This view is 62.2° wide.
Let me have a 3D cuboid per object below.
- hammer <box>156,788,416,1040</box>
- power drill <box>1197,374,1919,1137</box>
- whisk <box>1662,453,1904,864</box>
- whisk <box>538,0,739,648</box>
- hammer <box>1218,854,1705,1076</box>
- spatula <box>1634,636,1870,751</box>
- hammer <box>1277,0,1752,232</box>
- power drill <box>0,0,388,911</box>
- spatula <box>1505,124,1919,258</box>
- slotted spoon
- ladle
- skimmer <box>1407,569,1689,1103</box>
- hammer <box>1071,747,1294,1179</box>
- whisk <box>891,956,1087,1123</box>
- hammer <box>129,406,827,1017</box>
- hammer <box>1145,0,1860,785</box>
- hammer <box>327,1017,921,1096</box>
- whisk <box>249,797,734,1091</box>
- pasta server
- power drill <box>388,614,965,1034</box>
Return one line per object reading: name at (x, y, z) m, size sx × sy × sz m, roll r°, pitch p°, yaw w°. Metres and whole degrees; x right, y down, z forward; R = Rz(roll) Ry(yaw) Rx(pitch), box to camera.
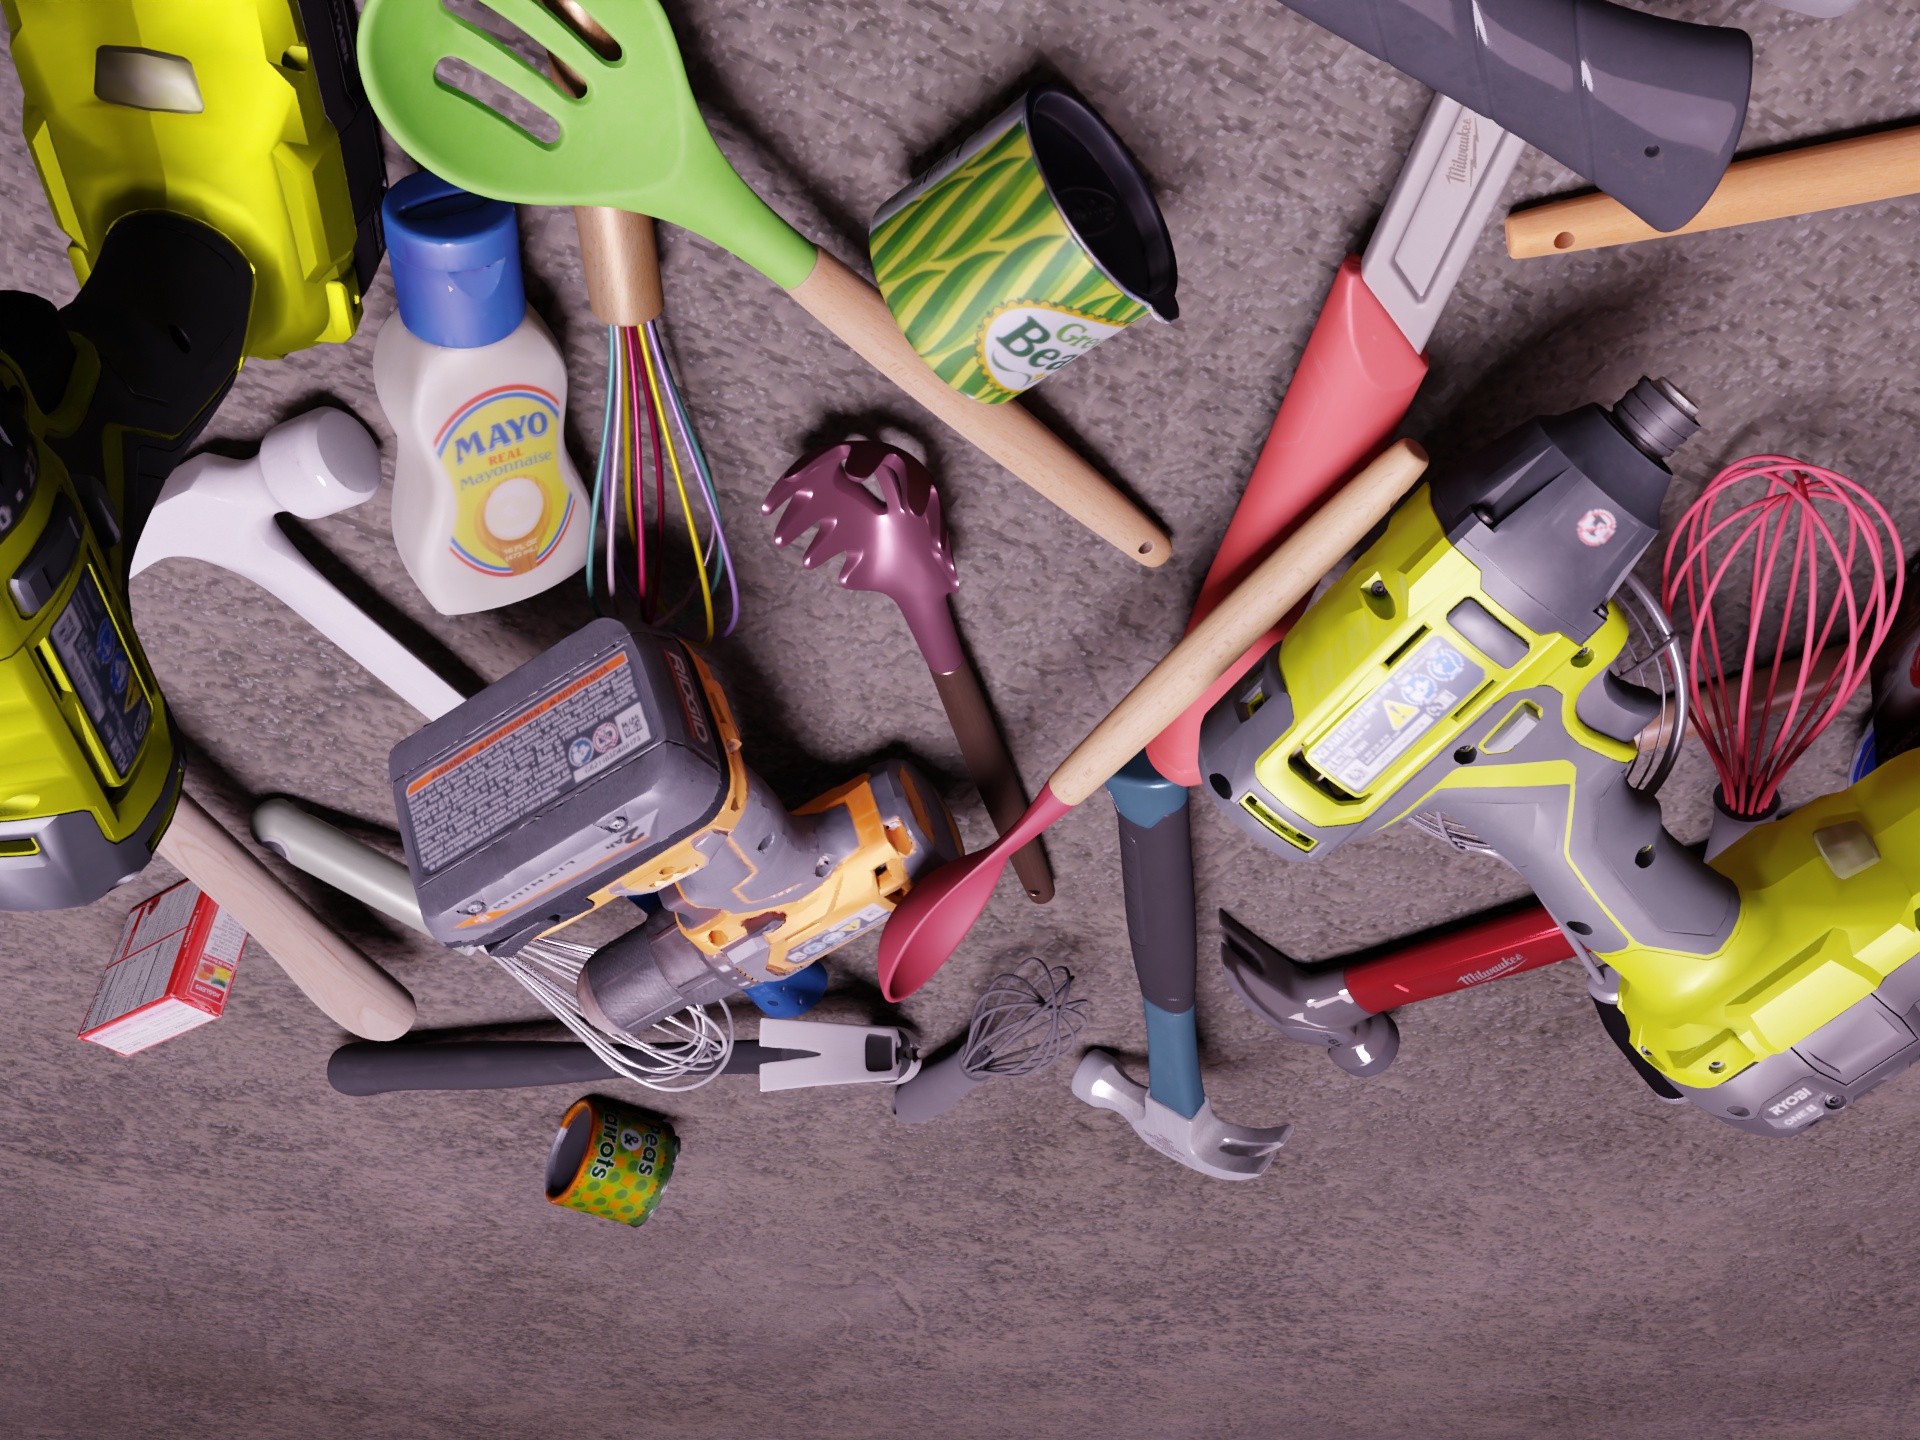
hammer at (-0.332, 0.033, 0.654) m, size 0.146 × 0.038 × 0.410 m, roll 12°, pitch 148°, yaw 25°
power drill at (0.209, 0.016, 0.483) m, size 0.223 × 0.080 × 0.171 m, roll 35°, pitch 119°, yaw -12°
whisk at (0.296, 0.018, 0.594) m, size 0.073 × 0.073 × 0.295 m, roll -8°, pitch 137°, yaw 14°
whisk at (-0.103, -0.111, 0.493) m, size 0.051 × 0.047 × 0.244 m, roll -7°, pitch 139°, yaw -7°
hammer at (0.307, 0.075, 0.715) m, size 0.386 × 0.038 × 0.143 m, roll -26°, pitch 133°, yaw 32°
spatula at (0.346, -0.026, 0.594) m, size 0.316 × 0.018 × 0.059 m, roll -21°, pitch 124°, yaw 28°
hammer at (-0.008, -0.203, 0.325) m, size 0.408 × 0.036 × 0.149 m, roll 23°, pitch 141°, yaw -13°
power drill at (-0.203, -0.096, 0.357) m, size 0.080 × 0.229 × 0.190 m, roll 6°, pitch 143°, yaw -5°
spatula at (0.311, -0.152, 0.410) m, size 0.322 × 0.041 × 0.080 m, roll -7°, pitch 139°, yaw 15°
slotted spoon at (-0.030, -0.117, 0.465) m, size 0.070 × 0.031 × 0.313 m, roll -42°, pitch 135°, yaw 20°
ladle at (0.051, 0.011, 0.561) m, size 0.031 × 0.069 × 0.315 m, roll 48°, pitch 131°, yaw 8°
skimmer at (0.256, 0.056, 0.650) m, size 0.127 × 0.090 × 0.362 m, roll -3°, pitch 147°, yaw 36°
hammer at (0.098, 0.123, 0.766) m, size 0.128 × 0.033 × 0.330 m, roll 27°, pitch 148°, yaw 31°
whisk at (0.006, 0.183, 0.865) m, size 0.055 × 0.055 × 0.239 m, roll 15°, pitch 149°, yaw -16°
hammer at (-0.183, 0.030, 0.687) m, size 0.144 × 0.035 × 0.405 m, roll -15°, pitch 140°, yaw 22°
hammer at (0.107, -0.097, 0.483) m, size 0.149 × 0.037 × 0.358 m, roll 14°, pitch 142°, yaw -1°
hammer at (-0.200, 0.187, 0.871) m, size 0.335 × 0.035 × 0.146 m, roll -5°, pitch 167°, yaw 17°
whisk at (-0.217, 0.102, 0.744) m, size 0.246 × 0.059 × 0.057 m, roll 30°, pitch 147°, yaw -9°
pasta server at (-0.001, -0.002, 0.632) m, size 0.060 × 0.040 × 0.315 m, roll 3°, pitch 146°, yaw 19°
power drill at (-0.120, 0.059, 0.624) m, size 0.185 × 0.084 × 0.226 m, roll -30°, pitch 153°, yaw 13°
